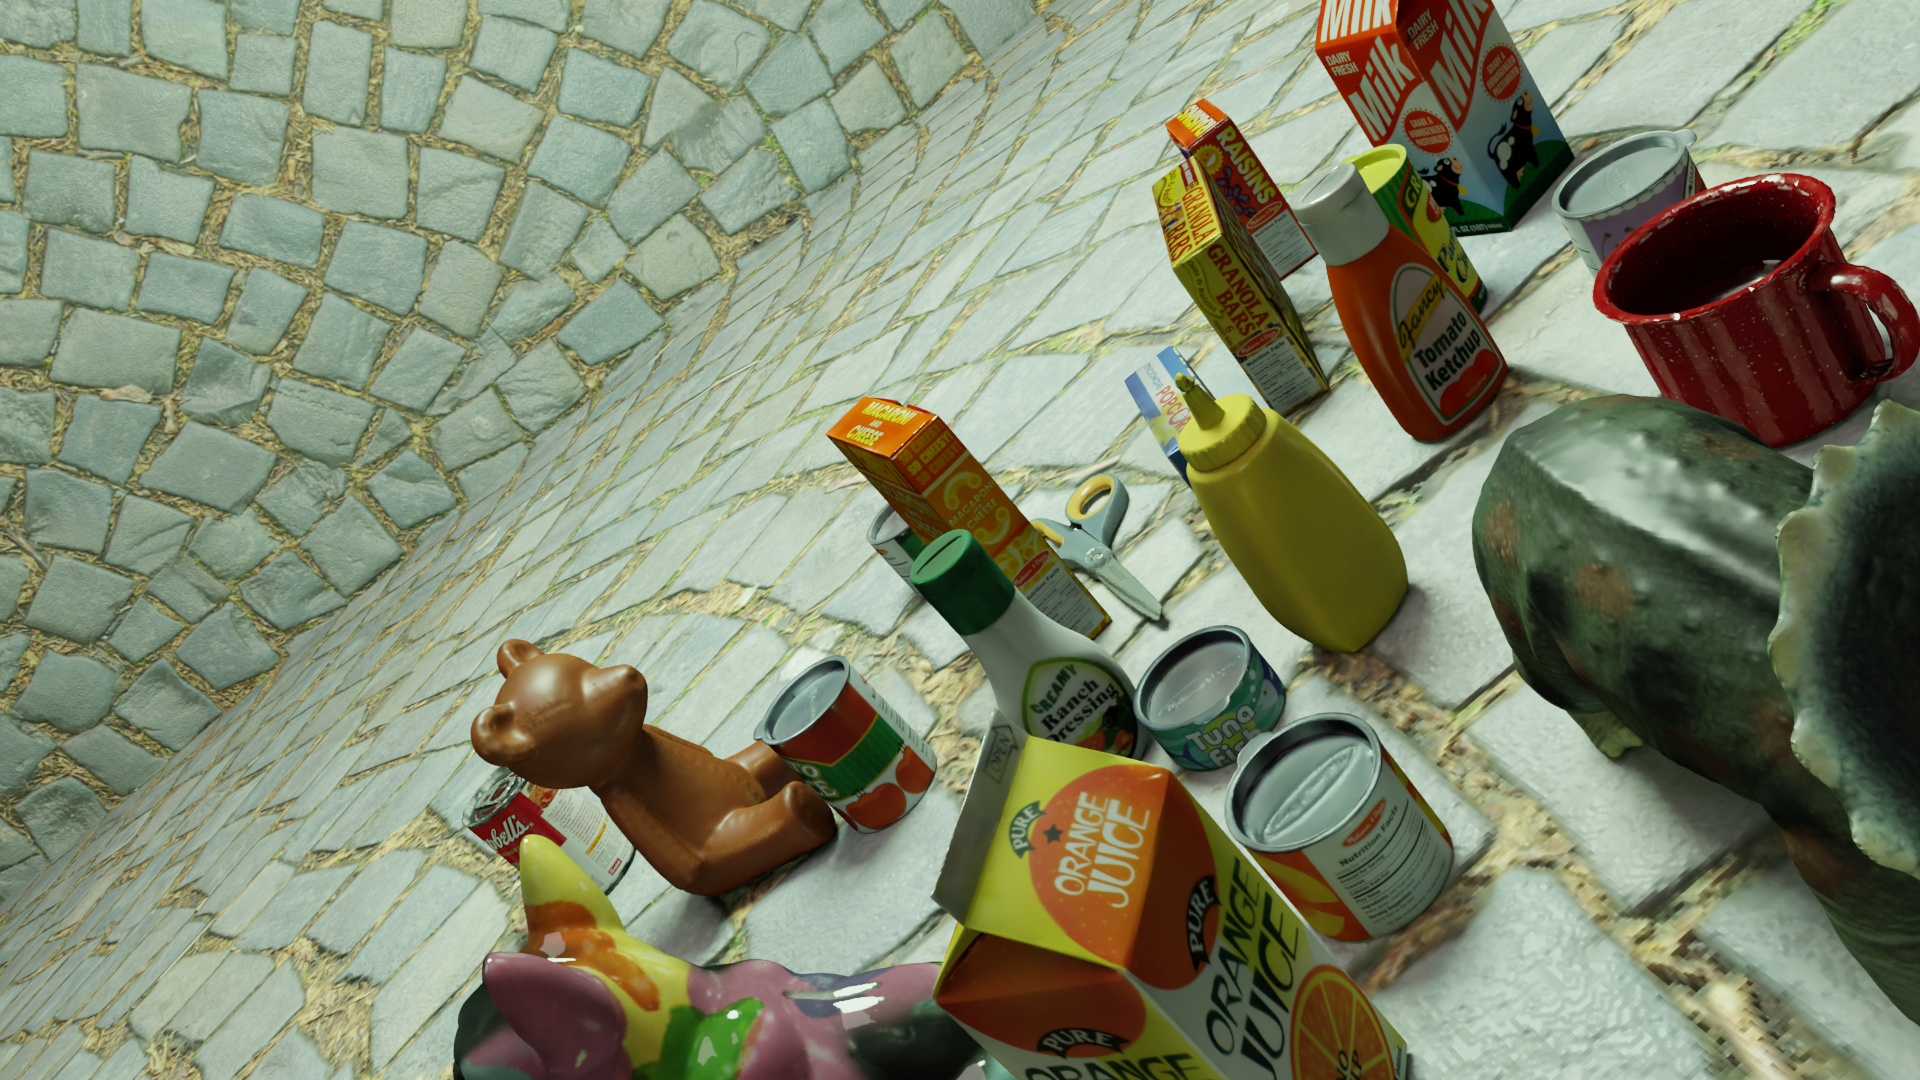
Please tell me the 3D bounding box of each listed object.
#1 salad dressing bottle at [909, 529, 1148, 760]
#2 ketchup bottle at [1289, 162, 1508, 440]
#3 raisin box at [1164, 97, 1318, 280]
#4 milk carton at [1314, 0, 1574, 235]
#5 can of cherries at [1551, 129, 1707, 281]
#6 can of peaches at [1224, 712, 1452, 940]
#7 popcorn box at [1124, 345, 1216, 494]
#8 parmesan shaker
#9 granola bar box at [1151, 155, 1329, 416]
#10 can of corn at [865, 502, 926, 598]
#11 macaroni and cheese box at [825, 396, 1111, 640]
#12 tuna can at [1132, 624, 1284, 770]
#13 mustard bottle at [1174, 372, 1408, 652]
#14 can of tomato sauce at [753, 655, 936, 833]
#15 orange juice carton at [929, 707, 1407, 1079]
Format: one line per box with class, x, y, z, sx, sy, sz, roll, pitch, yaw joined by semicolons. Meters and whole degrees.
salad dressing bottle;0.033;0.058;0.678;0.064;0.147;0.044;-42;22;-2
ketchup bottle;0.222;-0.124;0.714;0.065;0.148;0.043;-45;23;-10
raisin box;0.204;-0.258;1.017;0.040;0.123;0.086;-35;23;14
milk carton;0.287;-0.282;0.847;0.073;0.190;0.072;-47;23;-13
can of cherries;0.349;-0.166;0.708;0.071;0.058;0.072;-33;24;17
can of peaches;0.143;0.108;0.531;0.071;0.058;0.071;-33;24;17
popcorn box;0.142;-0.052;0.790;0.038;0.085;0.127;-36;23;12
parmesan shaker;0.252;-0.169;0.807;0.071;0.103;0.071;-34;24;17
granola bar box;0.177;-0.167;0.893;0.039;0.124;0.166;-32;24;20
can of corn;-0.022;-0.003;0.991;0.071;0.058;0.071;-33;24;17
macaroni and cheese box;0.003;-0.010;0.825;0.040;0.166;0.124;-45;23;-9
tuna can;0.119;0.076;0.661;0.071;0.032;0.071;-33;24;17
mustard bottle;0.143;-0.019;0.632;0.065;0.160;0.049;-47;23;-15
can of tomato sauce;-0.066;0.120;0.804;0.071;0.083;0.071;-34;24;17
orange juice carton;0.059;0.139;0.432;0.073;0.192;0.072;-23;28;36
